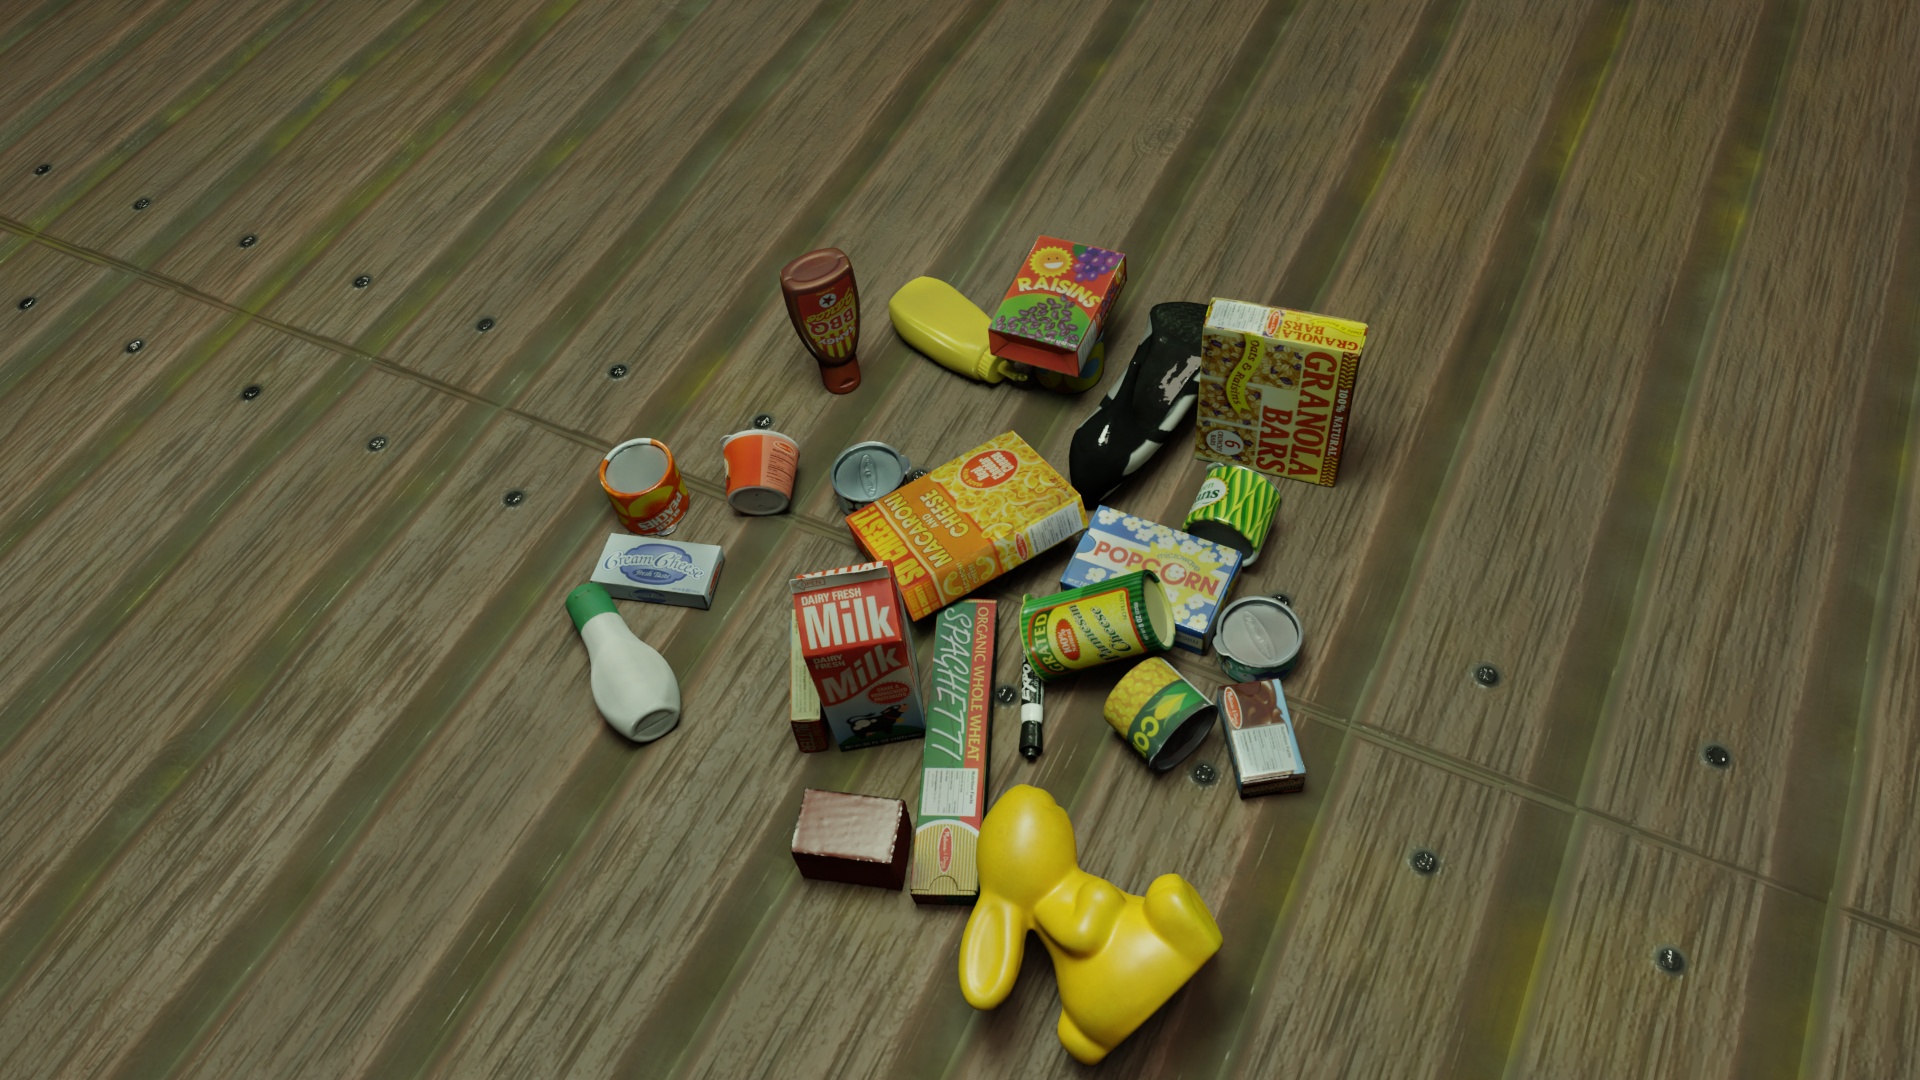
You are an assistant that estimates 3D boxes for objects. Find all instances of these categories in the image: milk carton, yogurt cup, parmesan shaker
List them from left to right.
[{"bbox_3d":[-0.176,-0.058,1.218,0.072,0.072,0.054,-3,63,4],"label":"yogurt cup"},{"bbox_3d":[-0.075,0.077,1.031,0.072,0.189,0.074,-9,54,0],"label":"milk carton"},{"bbox_3d":[0.105,0.063,1.074,0.103,0.071,0.071,-17,51,24],"label":"parmesan shaker"}]

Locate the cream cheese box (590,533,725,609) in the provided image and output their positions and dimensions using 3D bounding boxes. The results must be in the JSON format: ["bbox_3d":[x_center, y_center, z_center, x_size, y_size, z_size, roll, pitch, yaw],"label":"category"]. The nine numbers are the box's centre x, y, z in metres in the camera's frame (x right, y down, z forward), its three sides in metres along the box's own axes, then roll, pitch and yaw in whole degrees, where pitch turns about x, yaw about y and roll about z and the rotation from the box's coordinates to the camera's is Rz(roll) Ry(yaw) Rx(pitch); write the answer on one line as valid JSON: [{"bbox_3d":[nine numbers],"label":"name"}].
[{"bbox_3d":[-0.259,0.026,1.191,0.104,0.024,0.053,6,54,10],"label":"cream cheese box"}]

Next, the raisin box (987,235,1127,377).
[{"bbox_3d":[0.088,-0.210,1.238,0.086,0.040,0.124,16,59,19],"label":"raisin box"}]

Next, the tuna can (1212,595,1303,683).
[{"bbox_3d":[0.232,0.080,1.091,0.071,0.032,0.071,-3,54,4],"label":"tuna can"}]

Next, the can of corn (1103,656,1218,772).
[{"bbox_3d":[0.148,0.131,1.044,0.071,0.070,0.058,-36,58,-18],"label":"can of corn"}]

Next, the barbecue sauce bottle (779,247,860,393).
[{"bbox_3d":[-0.119,-0.194,1.255,0.065,0.147,0.044,-25,57,-11],"label":"barbecue sauce bottle"}]

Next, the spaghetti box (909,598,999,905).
[{"bbox_3d":[-0.001,0.156,1.066,0.050,0.028,0.251,0,55,7],"label":"spaghetti box"}]

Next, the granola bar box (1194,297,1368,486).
[{"bbox_3d":[0.261,-0.121,1.151,0.124,0.164,0.039,13,57,16],"label":"granola bar box"}]

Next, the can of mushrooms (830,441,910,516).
[{"bbox_3d":[-0.077,-0.051,1.219,0.071,0.033,0.071,-3,54,5],"label":"can of mushrooms"}]

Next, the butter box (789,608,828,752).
[{"bbox_3d":[-0.120,0.110,1.098,0.024,0.053,0.104,-5,55,0],"label":"butter box"}]

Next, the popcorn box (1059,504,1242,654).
[{"bbox_3d":[0.156,0.031,1.132,0.127,0.038,0.085,19,60,19],"label":"popcorn box"}]

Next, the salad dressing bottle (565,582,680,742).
[{"bbox_3d":[-0.278,0.096,1.132,0.064,0.043,0.148,-30,56,-12],"label":"salad dressing bottle"}]

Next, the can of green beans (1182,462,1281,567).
[{"bbox_3d":[0.223,-0.019,1.143,0.071,0.071,0.058,20,60,19],"label":"can of green beans"}]

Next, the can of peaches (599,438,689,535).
[{"bbox_3d":[-0.277,-0.046,1.223,0.071,0.057,0.071,-3,54,4],"label":"can of peaches"}]

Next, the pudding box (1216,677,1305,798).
[{"bbox_3d":[0.226,0.148,1.046,0.050,0.030,0.084,-9,54,1],"label":"pudding box"}]

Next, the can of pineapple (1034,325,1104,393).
[{"bbox_3d":[0.097,-0.176,1.273,0.071,0.057,0.071,-3,54,5],"label":"can of pineapple"}]

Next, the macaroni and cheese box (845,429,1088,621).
[{"bbox_3d":[0.004,-0.015,1.160,0.167,0.040,0.124,-28,40,-11],"label":"macaroni and cheese box"}]

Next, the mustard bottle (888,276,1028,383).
[{"bbox_3d":[0.003,-0.187,1.297,0.065,0.048,0.160,-40,61,-20],"label":"mustard bottle"}]
